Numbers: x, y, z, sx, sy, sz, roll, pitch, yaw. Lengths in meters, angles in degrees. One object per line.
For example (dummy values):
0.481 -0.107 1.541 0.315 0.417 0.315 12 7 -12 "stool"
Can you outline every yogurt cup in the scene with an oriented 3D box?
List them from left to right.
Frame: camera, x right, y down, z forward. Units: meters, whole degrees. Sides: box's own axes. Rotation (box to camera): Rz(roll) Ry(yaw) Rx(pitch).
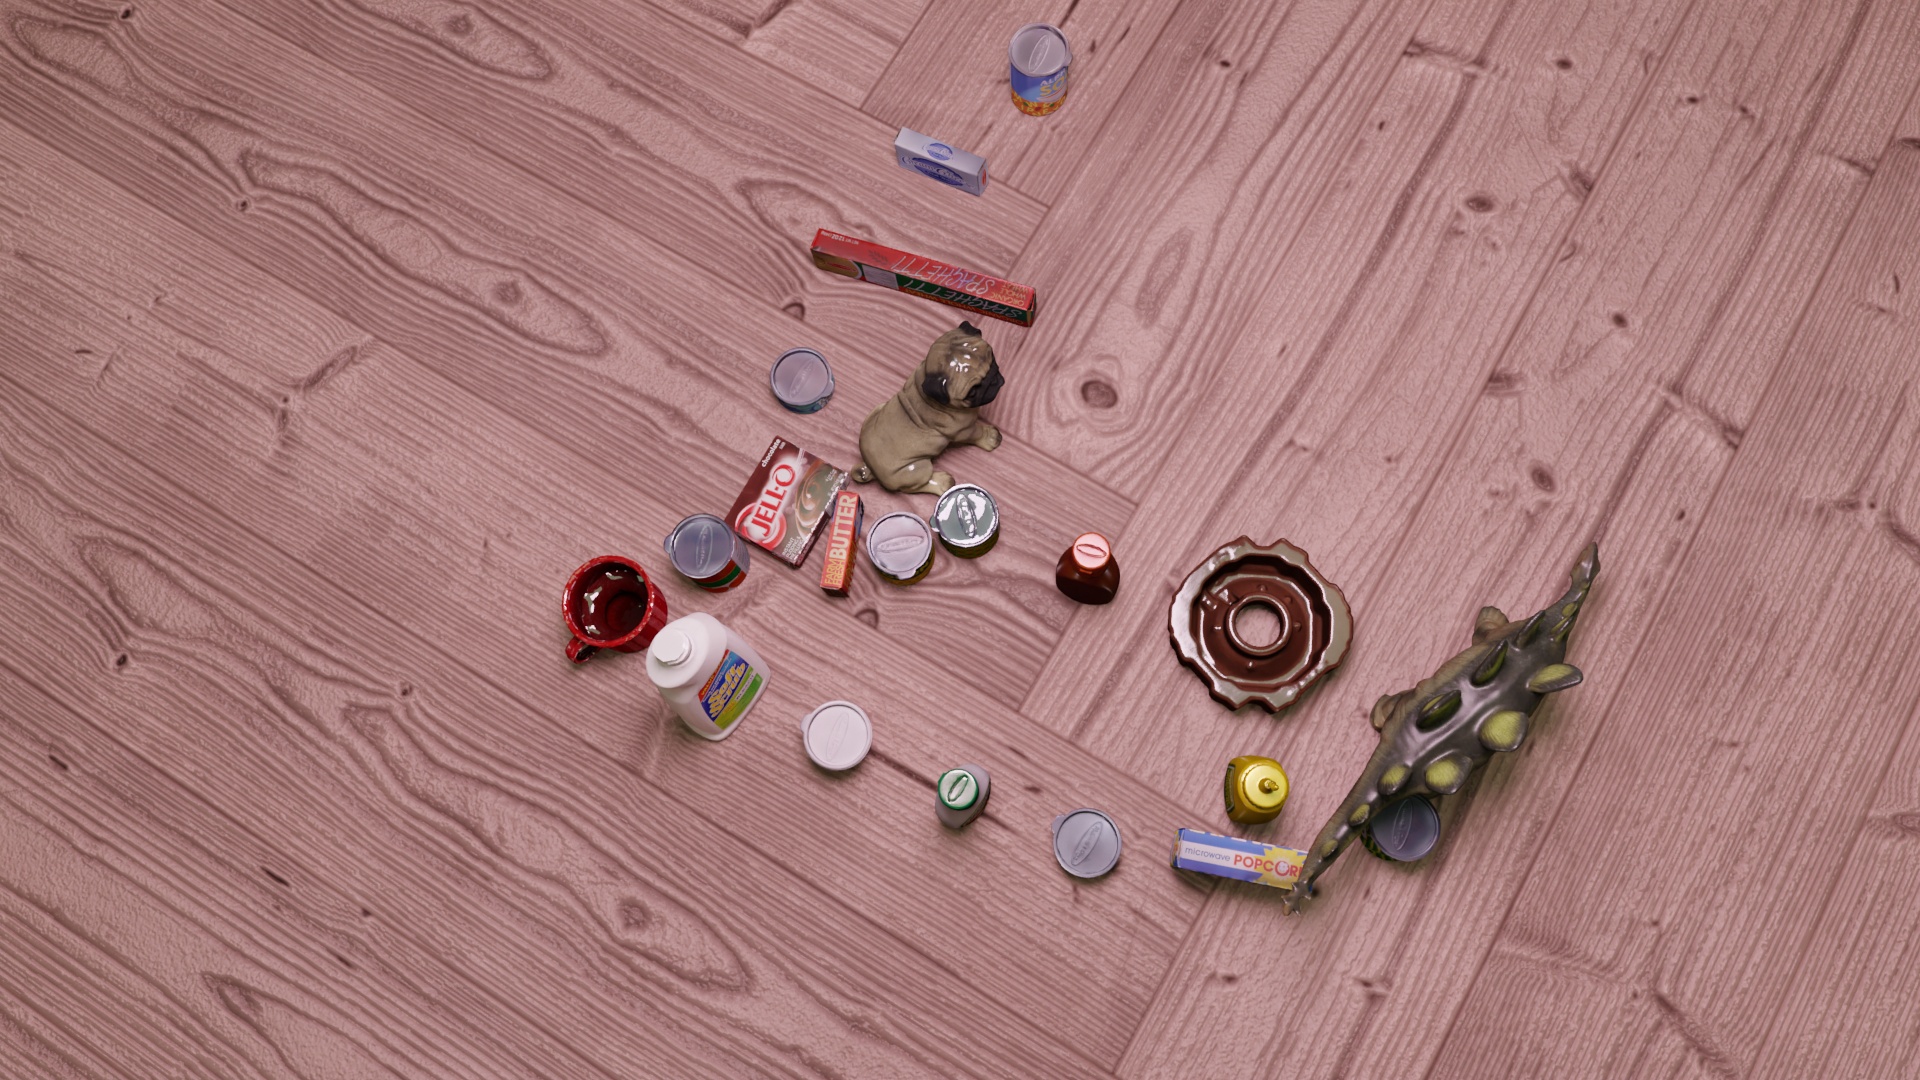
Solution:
-0.118 0.195 1.378 0.072 0.054 0.072 -1 76 3 "yogurt cup"

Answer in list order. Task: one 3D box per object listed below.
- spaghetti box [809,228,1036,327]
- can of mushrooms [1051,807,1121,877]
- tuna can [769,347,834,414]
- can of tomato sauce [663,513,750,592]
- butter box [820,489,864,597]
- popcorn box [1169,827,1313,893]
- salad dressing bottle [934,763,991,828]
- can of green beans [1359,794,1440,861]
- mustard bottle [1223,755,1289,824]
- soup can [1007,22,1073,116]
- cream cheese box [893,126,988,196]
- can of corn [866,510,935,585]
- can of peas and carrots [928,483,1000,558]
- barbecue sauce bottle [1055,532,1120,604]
-0.038 -0.282 1.497 0.250 0.050 0.029 17 78 7 "spaghetti box"
0.121 0.292 1.351 0.071 0.033 0.071 -1 76 3 "can of mushrooms"
-0.166 -0.169 1.484 0.071 0.032 0.071 -1 76 3 "tuna can"
-0.257 0.015 1.417 0.071 0.083 0.071 -1 76 3 "can of tomato sauce"
-0.120 0.005 1.427 0.024 0.053 0.103 8 77 5 "butter box"
0.265 0.302 1.313 0.127 0.085 0.038 10 77 6 "popcorn box"
0.001 0.239 1.312 0.044 0.147 0.064 33 81 10 "salad dressing bottle"
0.417 0.272 1.326 0.071 0.057 0.071 -1 76 3 "can of green beans"
0.276 0.230 1.292 0.049 0.160 0.065 2 77 4 "mustard bottle"
0.089 -0.517 1.531 0.071 0.083 0.071 -1 76 3 "soup can"
-0.021 -0.416 1.528 0.104 0.053 0.024 24 79 9 "cream cheese box"
-0.060 0.011 1.419 0.071 0.058 0.071 -1 76 3 "can of corn"
0.005 -0.018 1.423 0.071 0.058 0.071 -1 76 3 "can of peas and carrots"
0.126 0.027 1.358 0.065 0.148 0.044 17 78 7 "barbecue sauce bottle"
